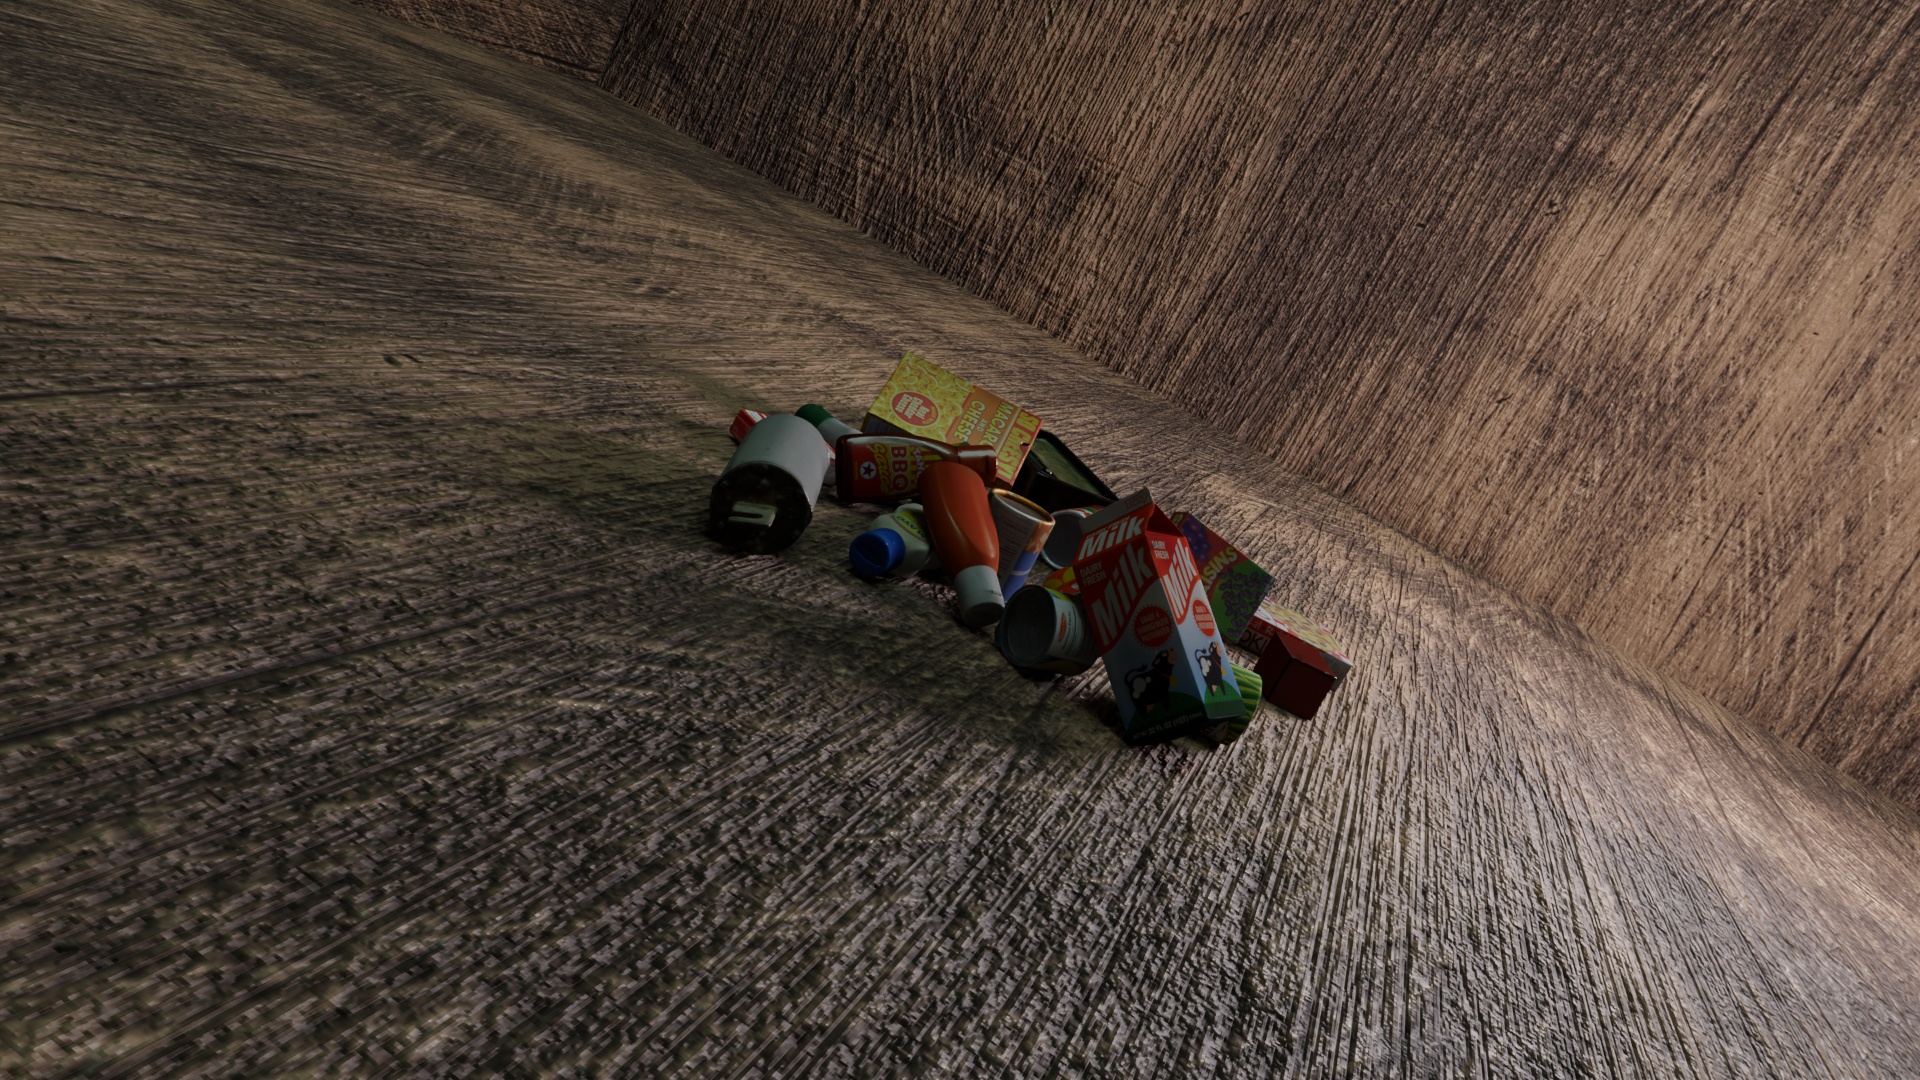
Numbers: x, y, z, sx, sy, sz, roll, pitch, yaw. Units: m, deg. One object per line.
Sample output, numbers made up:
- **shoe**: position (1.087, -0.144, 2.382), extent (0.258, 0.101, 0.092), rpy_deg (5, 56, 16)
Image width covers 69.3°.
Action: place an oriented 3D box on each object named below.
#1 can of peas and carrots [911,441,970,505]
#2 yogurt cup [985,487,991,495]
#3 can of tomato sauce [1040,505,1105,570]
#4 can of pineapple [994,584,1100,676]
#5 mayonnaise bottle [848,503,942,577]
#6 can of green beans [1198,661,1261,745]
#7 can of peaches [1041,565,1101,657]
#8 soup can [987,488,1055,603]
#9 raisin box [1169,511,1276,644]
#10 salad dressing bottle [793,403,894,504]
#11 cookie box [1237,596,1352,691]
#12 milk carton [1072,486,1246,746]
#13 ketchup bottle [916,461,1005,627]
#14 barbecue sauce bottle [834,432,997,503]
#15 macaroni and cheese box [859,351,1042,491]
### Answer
- **can of peas and carrots**: position (-0.018, -0.062, 1.362), extent (0.059, 0.070, 0.071), rpy_deg (-10, 28, -15)
- **yogurt cup**: position (0.005, -0.016, 1.296), extent (0.054, 0.072, 0.072), rpy_deg (-1, 31, -46)
- **can of tomato sauce**: position (0.124, -0.002, 1.448), extent (0.071, 0.071, 0.083), rpy_deg (33, 16, 20)
- **can of pineapple**: position (0.072, 0.072, 1.112), extent (0.058, 0.071, 0.071), rpy_deg (16, 18, -39)
- **mayonnaise bottle**: position (-0.050, 0.003, 1.177), extent (0.065, 0.041, 0.148), rpy_deg (37, 16, 10)
- **can of green beans**: position (0.210, 0.129, 1.157), extent (0.058, 0.071, 0.071), rpy_deg (27, 15, -4)
- **can of peaches**: position (0.105, 0.059, 1.200), extent (0.071, 0.071, 0.058), rpy_deg (23, 14, -18)
- **soup can**: position (0.038, 0.004, 1.244), extent (0.071, 0.083, 0.071), rpy_deg (26, 14, -7)
- **raisin box**: position (0.254, 0.039, 1.442), extent (0.123, 0.086, 0.040), rpy_deg (36, -9, -15)
- **salad dressing bottle**: position (-0.111, -0.089, 1.376), extent (0.064, 0.044, 0.148), rpy_deg (6, 24, -49)
- **cookie box**: position (0.340, 0.096, 1.544), extent (0.167, 0.040, 0.123), rpy_deg (27, 15, -5)
- **milk carton**: position (0.149, 0.058, 1.091), extent (0.073, 0.072, 0.191), rpy_deg (5, 63, -55)
- **ketchup bottle**: position (0.005, 0.003, 1.168), extent (0.065, 0.043, 0.149), rpy_deg (22, 40, -37)
- **barbecue sauce bottle**: position (-0.041, -0.069, 1.296), extent (0.149, 0.064, 0.043), rpy_deg (-3, 7, -18)
- **macaroni and cheese box**: position (-0.008, -0.119, 1.463), extent (0.166, 0.040, 0.124), rpy_deg (26, 43, 0)
